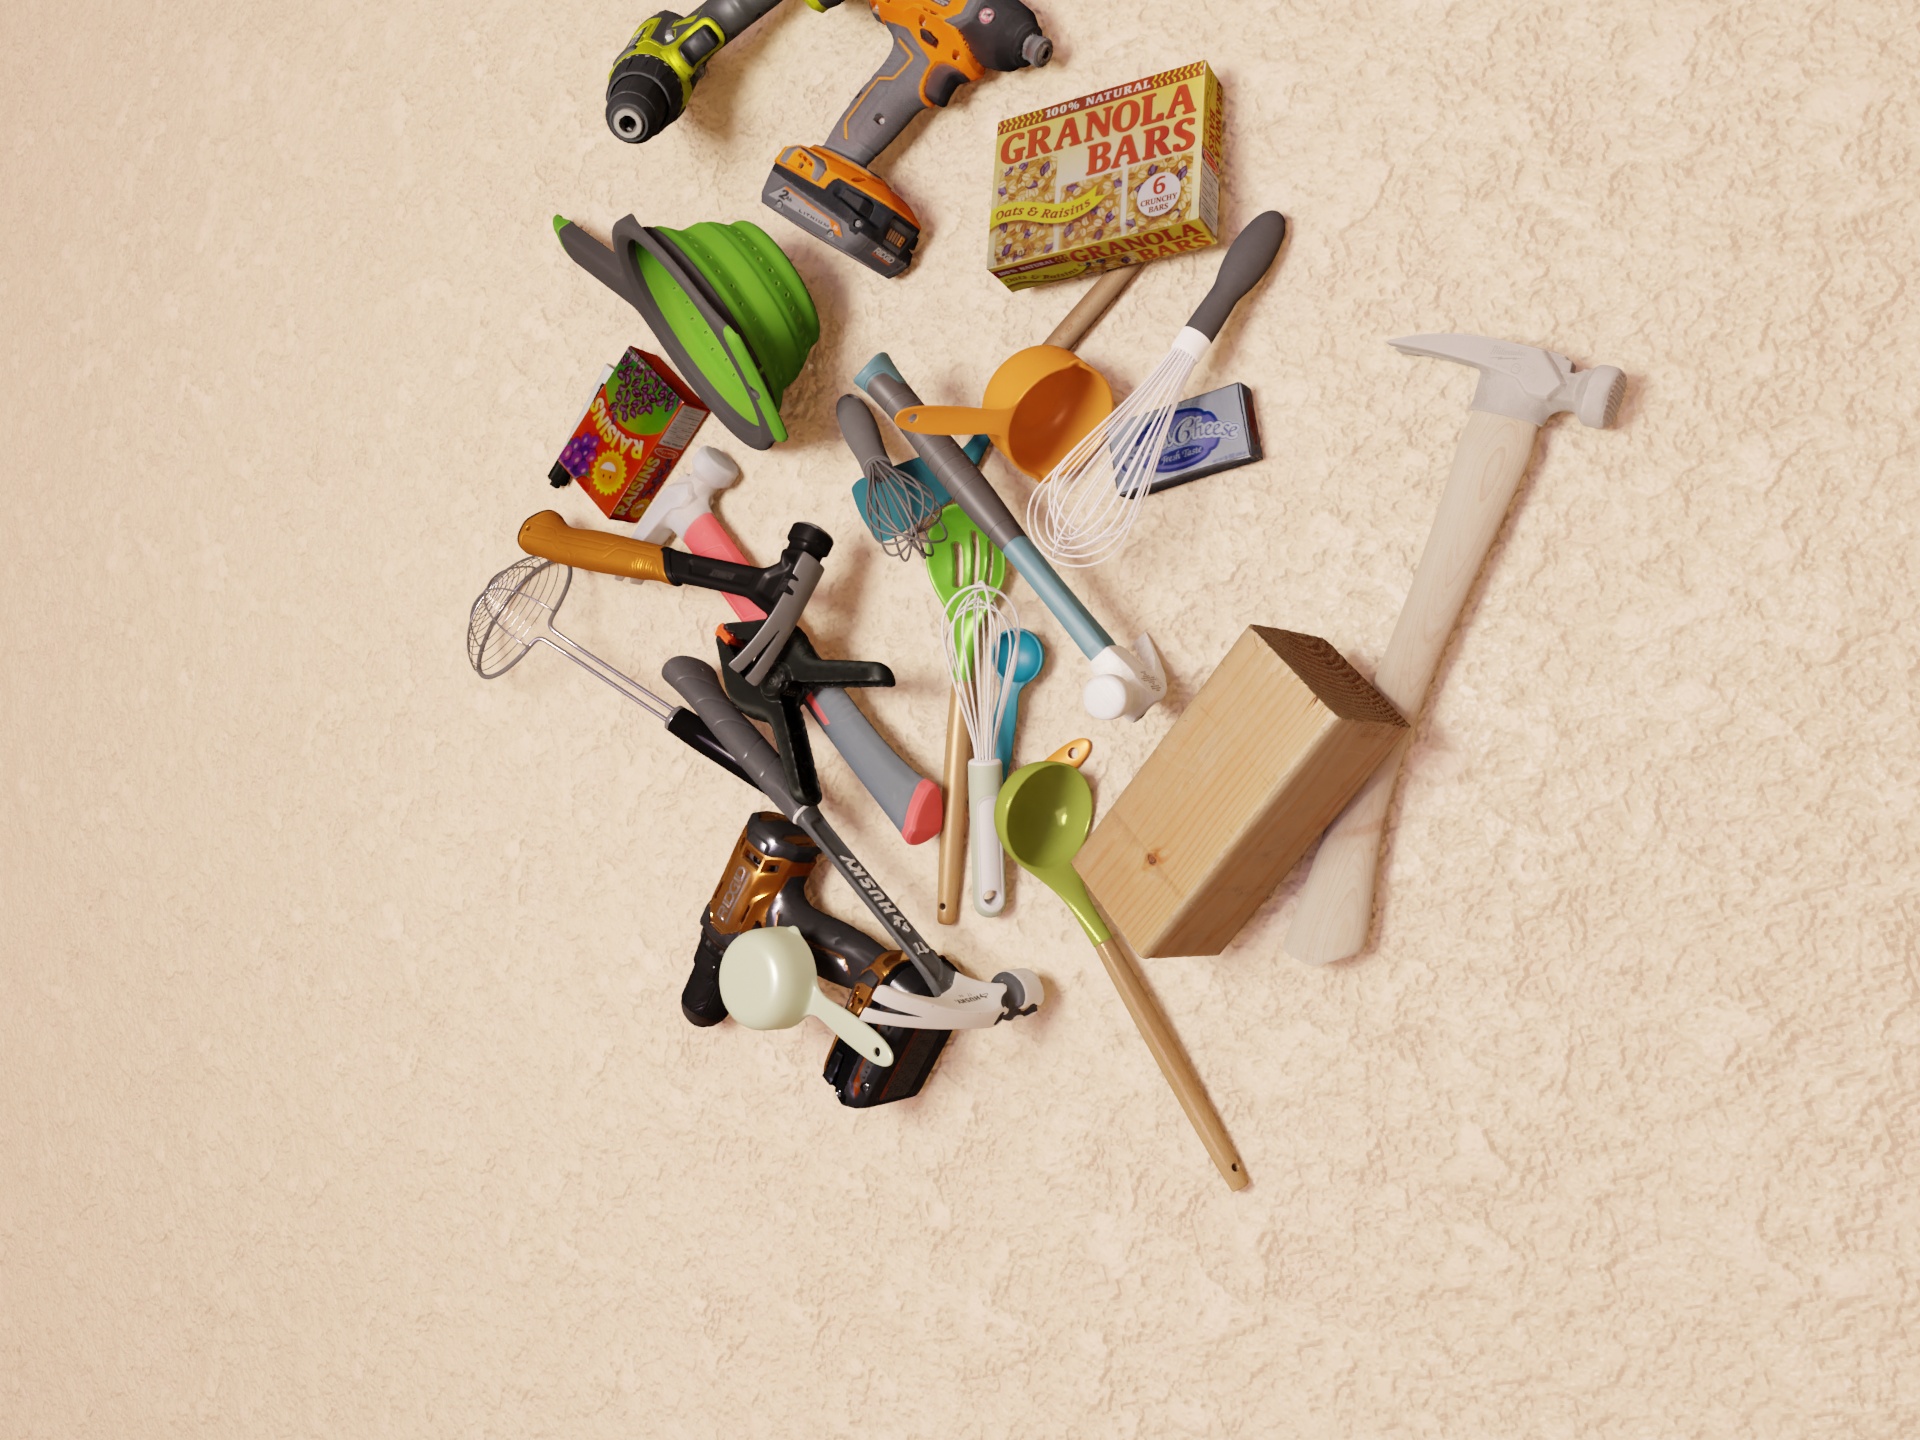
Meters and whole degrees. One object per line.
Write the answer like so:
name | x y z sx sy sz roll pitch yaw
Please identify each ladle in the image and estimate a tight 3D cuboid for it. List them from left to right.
ladle | 0.117 0.172 1.094 0.320 0.078 0.062 61 150 14

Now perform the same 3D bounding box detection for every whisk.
whisk | -0.058 -0.186 1.172 0.055 0.055 0.239 -49 35 19
whisk | 0.018 0.022 1.147 0.058 0.059 0.246 -3 98 -11
whisk | 0.137 -0.227 1.075 0.070 0.070 0.284 31 86 28

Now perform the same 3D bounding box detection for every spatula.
spatula | 0.043 -0.256 1.166 0.317 0.044 0.082 -46 41 18

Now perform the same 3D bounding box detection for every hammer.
hammer | -0.250 -0.120 1.278 0.337 0.034 0.127 15 73 38
hammer | -0.143 -0.042 1.258 0.143 0.038 0.387 -49 62 21
hammer | -0.111 0.081 1.185 0.409 0.149 0.036 46 118 32
hammer | 0.030 -0.132 1.104 0.033 0.128 0.331 -43 74 21
hammer | 0.280 -0.041 1.018 0.146 0.038 0.410 23 99 31

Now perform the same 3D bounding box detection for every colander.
colander | -0.222 -0.362 1.300 0.094 0.204 0.398 -37 47 -12

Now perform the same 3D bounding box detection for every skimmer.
skimmer | -0.278 -0.026 1.351 0.363 0.090 0.127 32 83 17

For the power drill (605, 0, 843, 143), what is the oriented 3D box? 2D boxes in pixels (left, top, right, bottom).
power drill | -0.186 -0.550 1.255 0.228 0.080 0.191 -29 33 23

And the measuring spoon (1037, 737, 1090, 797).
measuring spoon | 0.050 0.049 1.163 0.117 0.011 0.021 -40 69 23

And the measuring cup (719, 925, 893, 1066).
measuring cup | -0.114 0.206 1.141 0.168 0.038 0.083 27 104 40

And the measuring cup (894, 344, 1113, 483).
measuring cup | 0.022 -0.219 1.108 0.052 0.173 0.095 52 137 44

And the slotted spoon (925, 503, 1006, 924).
slotted spoon | -0.002 -0.004 1.190 0.070 0.031 0.314 4 91 32

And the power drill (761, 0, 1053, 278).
power drill | -0.037 -0.459 1.206 0.164 0.084 0.226 36 101 27

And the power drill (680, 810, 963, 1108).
power drill | -0.118 0.202 1.220 0.226 0.084 0.185 36 108 31

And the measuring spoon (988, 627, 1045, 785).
measuring spoon | 0.038 -0.006 1.175 0.042 0.021 0.128 17 105 28
